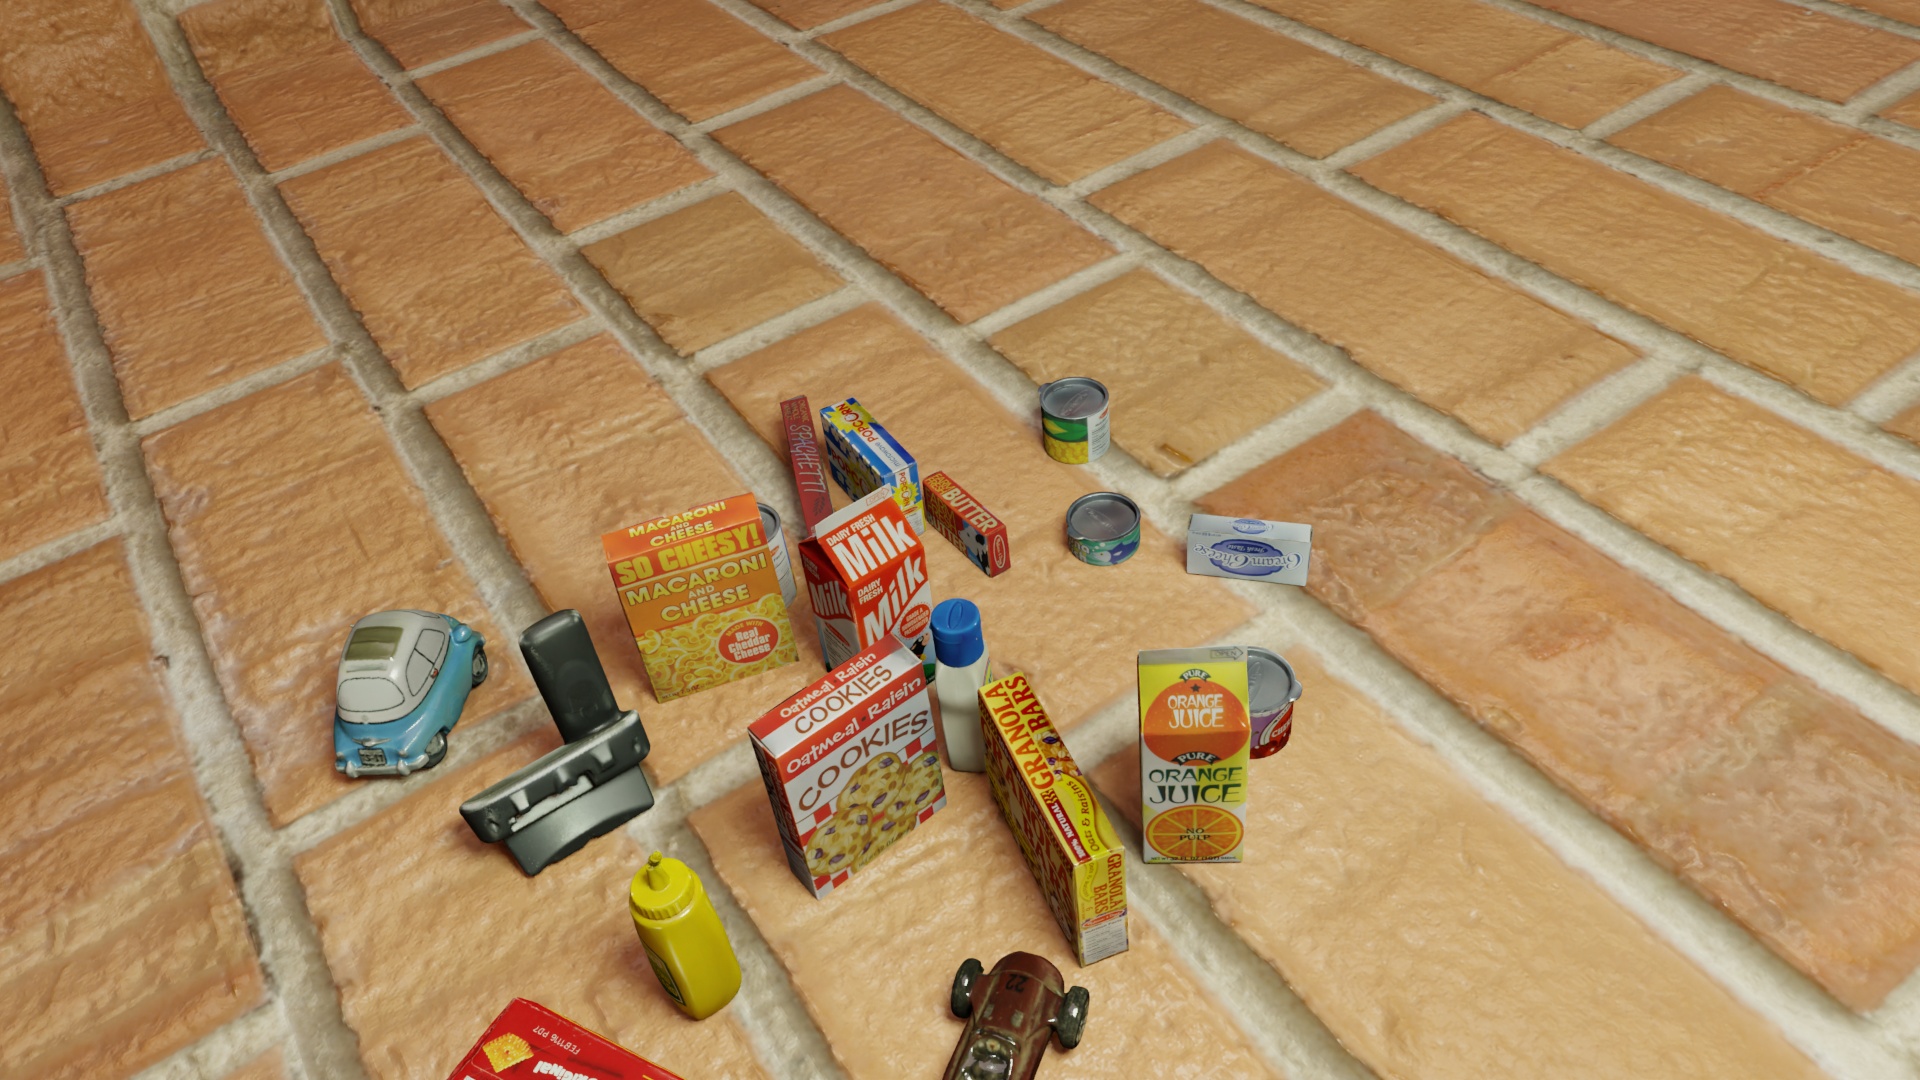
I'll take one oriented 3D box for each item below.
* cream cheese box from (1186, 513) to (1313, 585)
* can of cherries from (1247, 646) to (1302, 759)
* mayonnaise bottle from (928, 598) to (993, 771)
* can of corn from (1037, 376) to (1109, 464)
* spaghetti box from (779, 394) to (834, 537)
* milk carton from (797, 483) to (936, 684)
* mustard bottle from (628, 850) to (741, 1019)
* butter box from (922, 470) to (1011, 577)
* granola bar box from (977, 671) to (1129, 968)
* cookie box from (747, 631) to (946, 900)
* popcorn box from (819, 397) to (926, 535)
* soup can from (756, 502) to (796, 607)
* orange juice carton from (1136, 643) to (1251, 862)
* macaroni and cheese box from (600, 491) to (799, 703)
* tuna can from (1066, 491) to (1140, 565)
[{"bbox_3d":[0.247,0.008,1.189,0.104,0.053,0.024,6,44,14],"label":"cream cheese box"},{"bbox_3d":[0.223,0.125,1.060,0.071,0.058,0.072,-4,42,4],"label":"can of cherries"},{"bbox_3d":[0.004,0.107,1.045,0.041,0.147,0.065,2,43,11],"label":"mayonnaise bottle"},{"bbox_3d":[0.109,-0.116,1.340,0.071,0.058,0.071,-4,42,4],"label":"can of corn"},{"bbox_3d":[-0.137,-0.046,1.304,0.029,0.050,0.251,-13,43,-6],"label":"spaghetti box"},{"bbox_3d":[-0.072,0.042,1.096,0.072,0.189,0.073,-32,48,-24],"label":"milk carton"},{"bbox_3d":[-0.186,0.250,0.908,0.049,0.159,0.065,-34,49,-26],"label":"mustard bottle"},{"bbox_3d":[0.004,-0.016,1.249,0.024,0.052,0.104,-29,46,-21],"label":"butter box"},{"bbox_3d":[0.062,0.192,0.962,0.039,0.123,0.166,-19,43,-12],"label":"granola bar box"},{"bbox_3d":[-0.076,0.161,0.984,0.123,0.166,0.040,-33,48,-25],"label":"cookie box"},{"bbox_3d":[-0.081,-0.065,1.292,0.038,0.084,0.127,-26,45,-19],"label":"popcorn box"},{"bbox_3d":[-0.184,0.017,1.218,0.071,0.083,0.072,-4,42,4],"label":"soup can"},{"bbox_3d":[0.159,0.138,0.956,0.072,0.191,0.073,-2,43,6],"label":"orange juice carton"},{"bbox_3d":[-0.208,0.048,1.127,0.124,0.165,0.040,-17,43,-10],"label":"macaroni and cheese box"},{"bbox_3d":[0.126,-0.009,1.240,0.071,0.032,0.071,-4,42,4],"label":"tuna can"}]
